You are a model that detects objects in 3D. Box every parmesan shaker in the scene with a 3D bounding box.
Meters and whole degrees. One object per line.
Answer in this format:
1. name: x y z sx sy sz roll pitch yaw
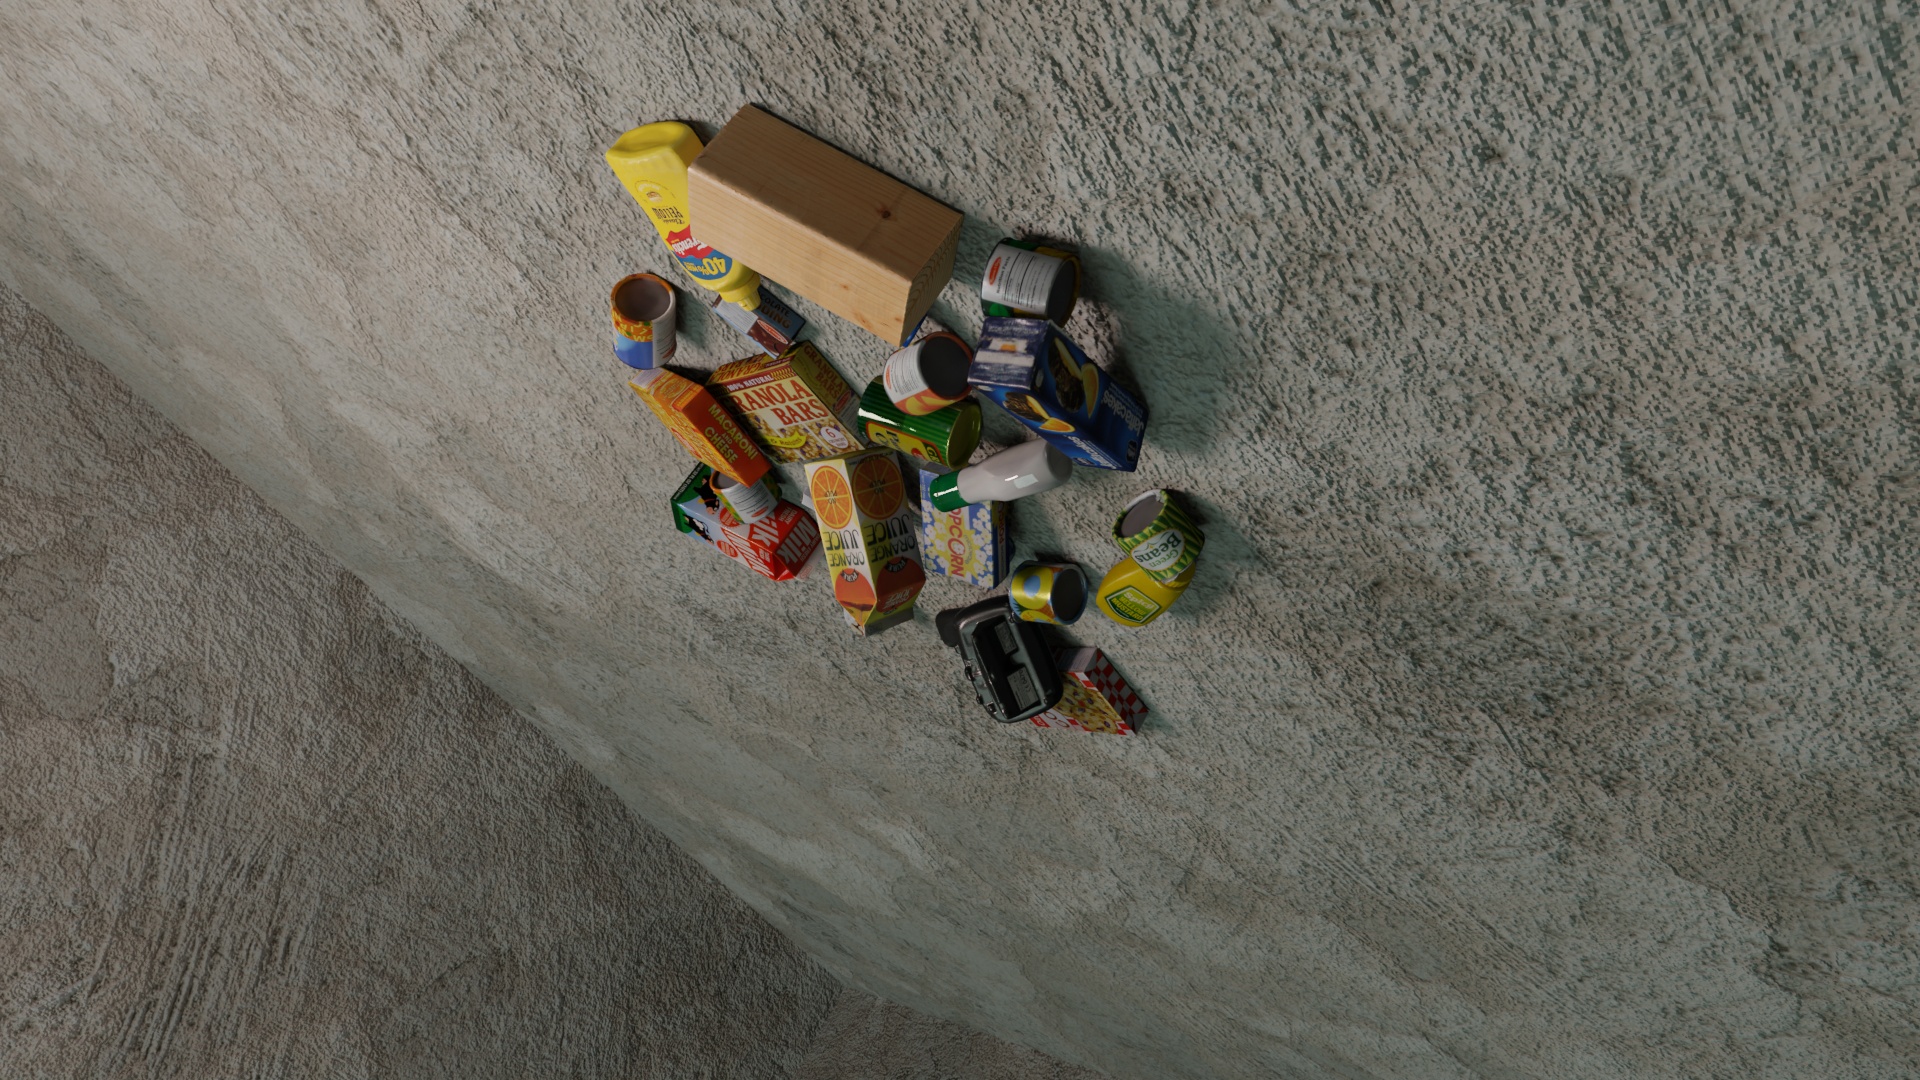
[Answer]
1. parmesan shaker: -0.039 -0.114 1.338 0.103 0.071 0.071 20 150 22

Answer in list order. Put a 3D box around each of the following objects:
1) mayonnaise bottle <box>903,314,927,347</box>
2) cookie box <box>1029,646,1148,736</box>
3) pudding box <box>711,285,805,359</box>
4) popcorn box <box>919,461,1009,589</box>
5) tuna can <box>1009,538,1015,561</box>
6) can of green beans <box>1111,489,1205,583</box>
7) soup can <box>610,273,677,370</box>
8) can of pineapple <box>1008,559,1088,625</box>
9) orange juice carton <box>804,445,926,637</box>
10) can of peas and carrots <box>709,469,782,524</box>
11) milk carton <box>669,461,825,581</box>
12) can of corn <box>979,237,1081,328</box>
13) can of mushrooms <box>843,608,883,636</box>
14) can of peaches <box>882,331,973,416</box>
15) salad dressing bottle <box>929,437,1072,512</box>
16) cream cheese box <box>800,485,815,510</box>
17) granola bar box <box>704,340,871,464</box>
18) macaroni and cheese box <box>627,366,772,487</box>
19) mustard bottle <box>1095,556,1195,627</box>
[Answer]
1. mayonnaise bottle: -0.101 -0.224 1.227 0.148 0.065 0.041 32 121 -5
2. cookie box: 0.124 0.179 1.666 0.167 0.040 0.122 -2 137 47
3. pudding box: -0.199 -0.221 1.363 0.083 0.030 0.049 38 151 -10
4. popcorn box: 0.005 -0.018 1.432 0.085 0.038 0.126 17 129 27
5. tuna can: 0.022 0.009 1.505 0.071 0.033 0.070 24 151 15
6. can of green beans: 0.182 -0.005 1.284 0.057 0.071 0.071 46 149 -23
7. soup can: -0.332 -0.229 1.446 0.071 0.072 0.083 30 151 5
8. can of pineapple: 0.093 0.057 1.472 0.058 0.071 0.070 4 141 42
9. orange juice carton: -0.096 0.001 1.472 0.073 0.072 0.192 -5 100 49
10. can of peas and carrots: -0.254 -0.063 1.635 0.071 0.071 0.058 7 143 38
11. milk carton: -0.254 -0.016 1.702 0.191 0.073 0.073 26 151 11
12. can of corn: 0.057 -0.201 1.101 0.058 0.071 0.070 19 149 22
13. can of mushrooms: -0.108 0.085 1.725 0.071 0.071 0.033 36 152 -7
14. can of peaches: -0.026 -0.152 1.264 0.071 0.071 0.058 43 150 -20
15. salad dressing bottle: 0.036 -0.060 1.328 0.147 0.064 0.044 -15 120 38
16. cream cheese box: -0.120 -0.041 1.548 0.104 0.053 0.024 30 150 4
17. granola bar box: -0.178 -0.141 1.461 0.165 0.039 0.124 -5 134 49
18. macaroni and cheese box: -0.290 -0.130 1.540 0.166 0.040 0.123 26 158 54
19. mustard bottle: 0.190 0.038 1.366 0.065 0.049 0.159 33 152 -6
